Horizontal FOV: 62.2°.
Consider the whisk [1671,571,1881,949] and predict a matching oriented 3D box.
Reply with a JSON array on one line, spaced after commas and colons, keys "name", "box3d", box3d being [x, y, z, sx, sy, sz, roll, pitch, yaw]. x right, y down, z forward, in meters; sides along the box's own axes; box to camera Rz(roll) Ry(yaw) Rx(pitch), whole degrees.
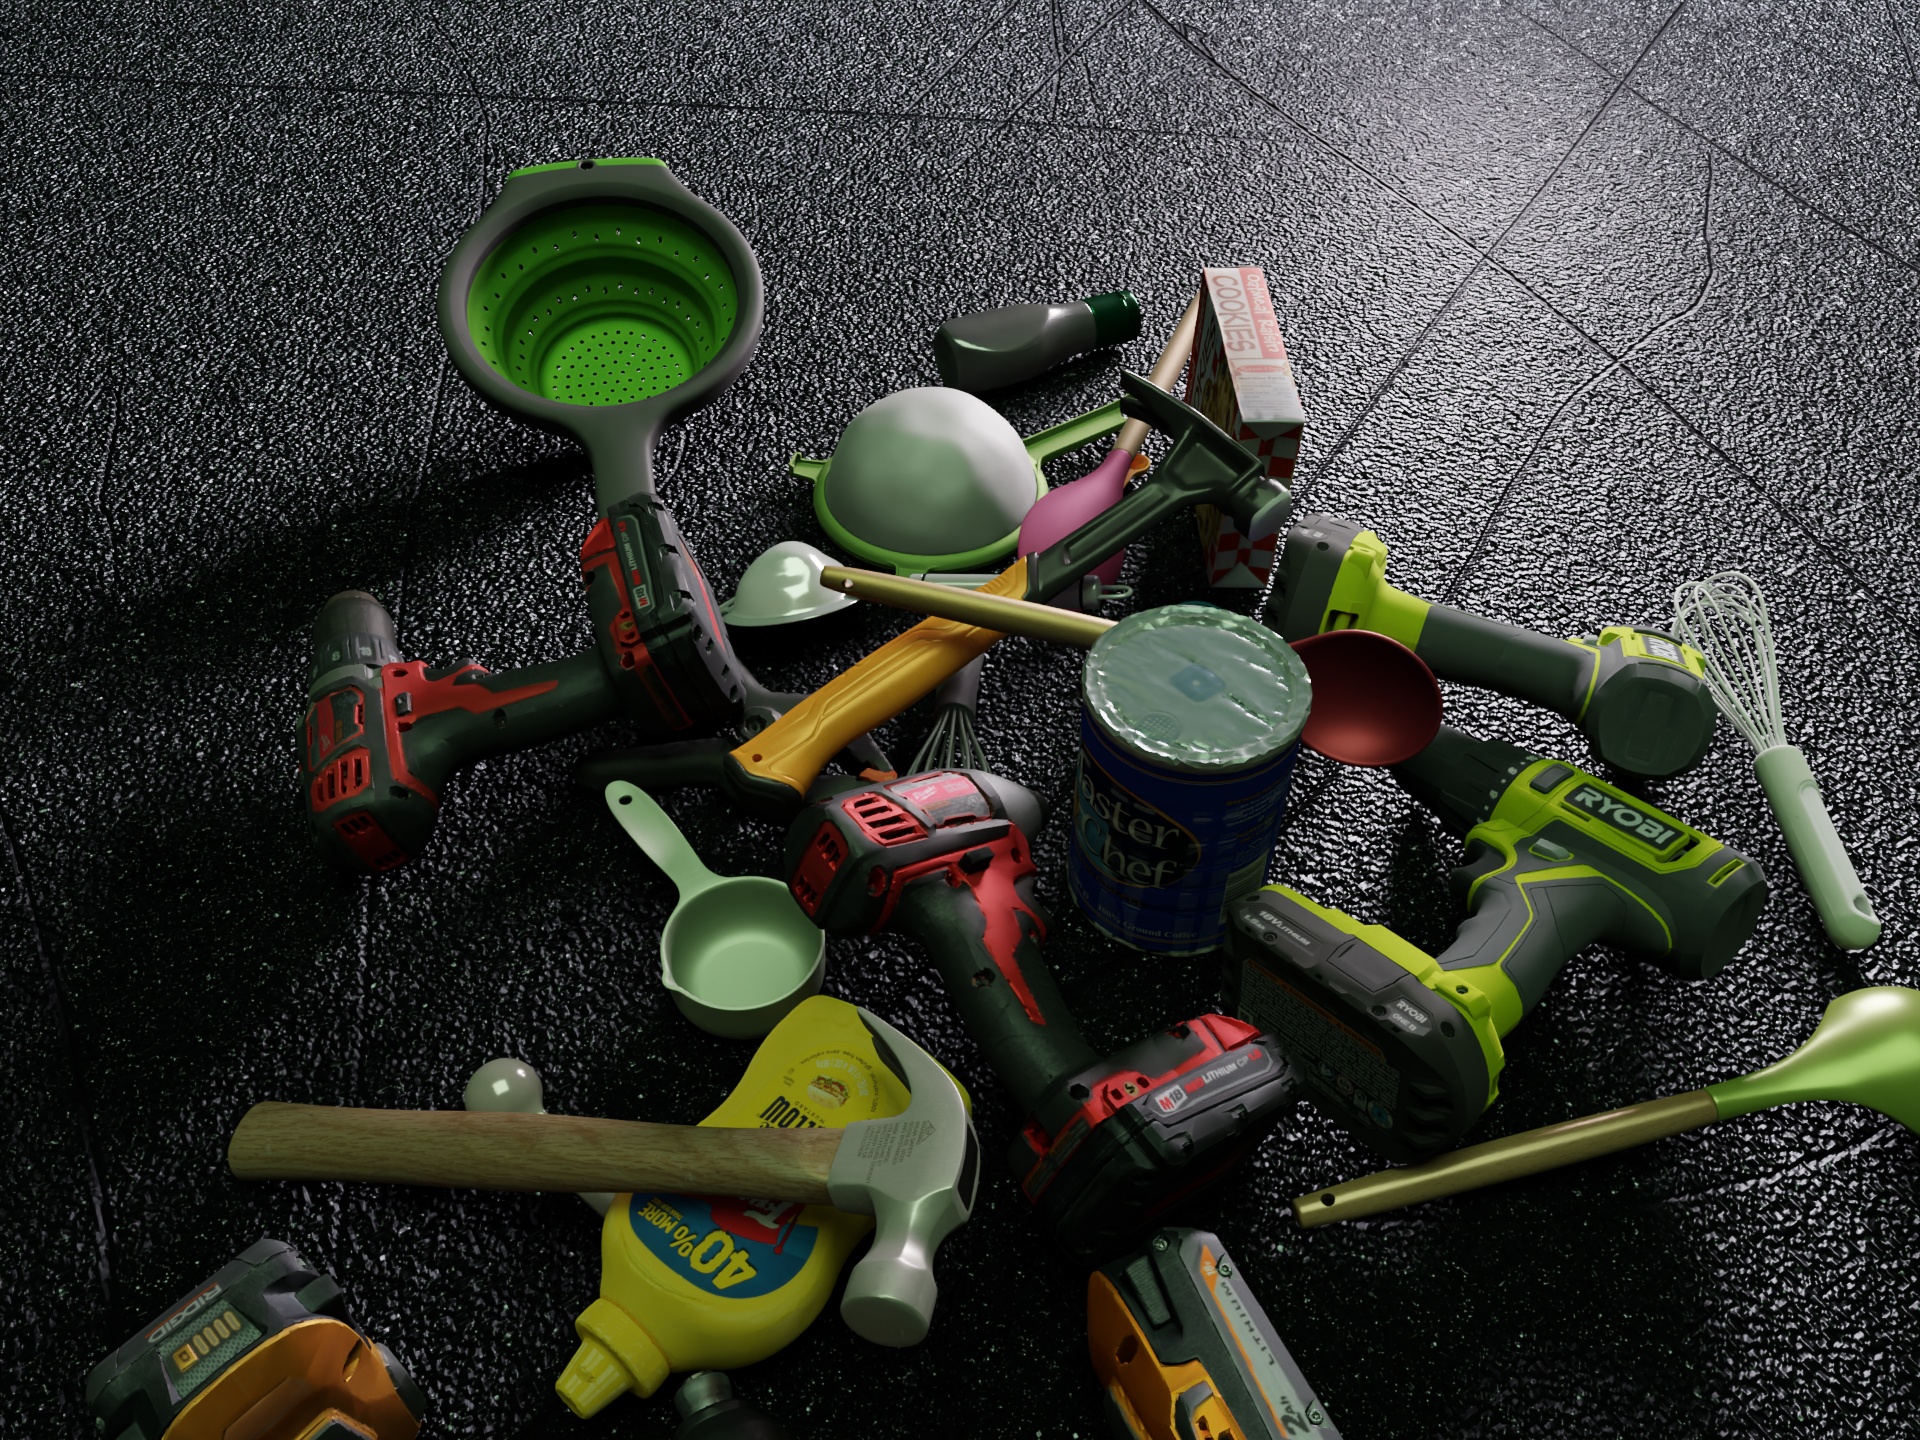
[{"name": "whisk", "box3d": [0.433, 0.014, 0.846, 0.057, 0.059, 0.247, 18, 46, -22]}]

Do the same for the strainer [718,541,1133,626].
[{"name": "strainer", "box3d": [-0.031, -0.076, 0.901, 0.258, 0.050, 0.087, 2, 23, 12]}]

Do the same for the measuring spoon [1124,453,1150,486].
[{"name": "measuring spoon", "box3d": [0.085, -0.135, 1.014, 0.021, 0.011, 0.117, 27, 55, 25]}]

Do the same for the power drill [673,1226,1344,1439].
[{"name": "power drill", "box3d": [0.008, 0.273, 0.568, 0.226, 0.084, 0.164, -21, 49, -15]}]

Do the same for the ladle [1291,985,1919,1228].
[{"name": "ladle", "box3d": [0.298, 0.181, 0.694, 0.320, 0.062, 0.078, -13, 48, -4]}]

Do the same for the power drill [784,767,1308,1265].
[{"name": "power drill", "box3d": [0.035, 0.108, 0.687, 0.143, 0.078, 0.220, -12, 51, -46]}]

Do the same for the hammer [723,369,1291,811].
[{"name": "hammer", "box3d": [0.014, -0.065, 0.845, 0.337, 0.034, 0.127, -36, 62, -18]}]

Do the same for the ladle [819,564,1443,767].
[{"name": "ladle", "box3d": [0.083, -0.038, 0.798, 0.315, 0.069, 0.031, 13, 18, 3]}]

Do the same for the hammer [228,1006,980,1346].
[{"name": "hammer", "box3d": [-0.151, 0.171, 0.636, 0.331, 0.031, 0.130, -3, 37, 20]}]

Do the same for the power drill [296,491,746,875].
[{"name": "power drill", "box3d": [-0.244, -0.034, 0.842, 0.226, 0.080, 0.188, -24, 48, -1]}]

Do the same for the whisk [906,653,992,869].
[{"name": "whisk", "box3d": [-0.001, -0.004, 0.859, 0.055, 0.055, 0.239, 3, 41, 2]}]

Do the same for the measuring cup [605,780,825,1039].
[{"name": "measuring cup", "box3d": [-0.128, 0.089, 0.774, 0.083, 0.038, 0.168, -28, 50, -25]}]

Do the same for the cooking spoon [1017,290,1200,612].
[{"name": "cooking spoon", "box3d": [0.112, -0.186, 1.026, 0.068, 0.017, 0.319, 34, 54, -8]}]

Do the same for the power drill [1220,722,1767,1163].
[{"name": "power drill", "box3d": [0.231, 0.087, 0.748, 0.228, 0.080, 0.191, -27, 42, -29]}]

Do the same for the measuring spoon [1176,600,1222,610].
[{"name": "measuring spoon", "box3d": [0.140, -0.012, 0.892, 0.042, 0.021, 0.129, -3, 55, -4]}]

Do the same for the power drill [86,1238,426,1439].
[{"name": "power drill", "box3d": [-0.184, 0.267, 0.501, 0.226, 0.185, 0.084, 32, 55, 31]}]

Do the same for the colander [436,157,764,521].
[{"name": "colander", "box3d": [-0.215, -0.179, 1.011, 0.204, 0.094, 0.397, -8, 64, -8]}]

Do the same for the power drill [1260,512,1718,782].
[{"name": "power drill", "box3d": [0.282, -0.042, 0.857, 0.223, 0.080, 0.171, 19, 19, 15]}]

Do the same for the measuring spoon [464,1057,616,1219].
[{"name": "measuring spoon", "box3d": [-0.171, 0.185, 0.692, 0.124, 0.018, 0.034, 31, 53, 26]}]

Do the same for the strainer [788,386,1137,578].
[{"name": "strainer", "box3d": [0.026, -0.184, 1.016, 0.256, 0.069, 0.152, -25, 51, -21]}]
